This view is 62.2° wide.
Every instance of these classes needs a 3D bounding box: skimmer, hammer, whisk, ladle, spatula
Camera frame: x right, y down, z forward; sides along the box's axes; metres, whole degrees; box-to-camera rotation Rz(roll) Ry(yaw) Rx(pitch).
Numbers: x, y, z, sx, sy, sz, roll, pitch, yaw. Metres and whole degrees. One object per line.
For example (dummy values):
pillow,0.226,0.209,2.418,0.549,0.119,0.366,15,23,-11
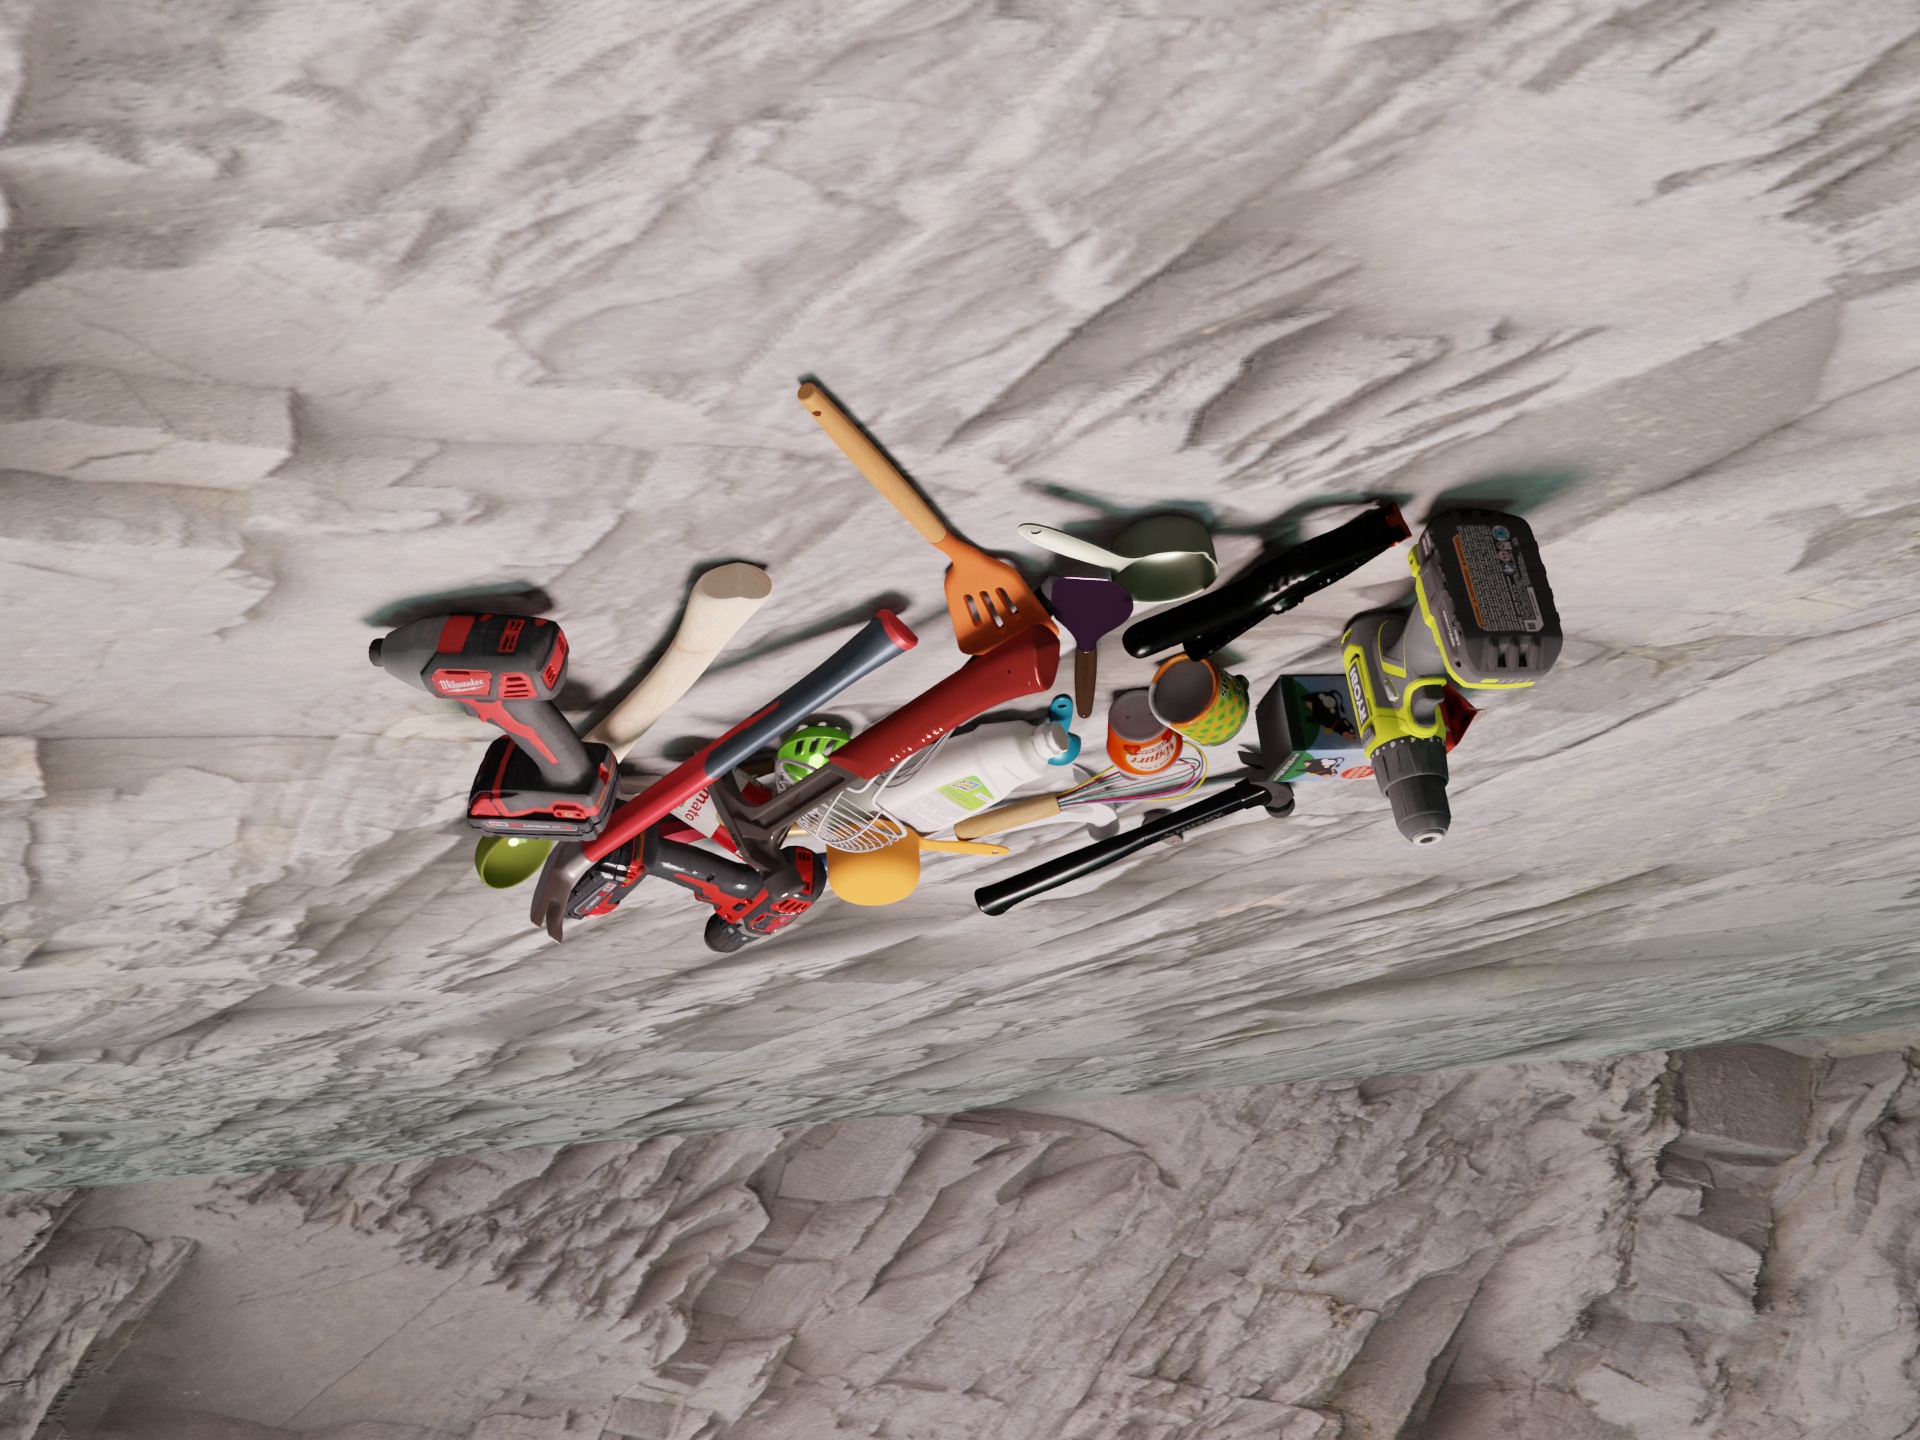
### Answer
skimmer,-0.028,-0.009,1.297,0.127,0.090,0.363,34,125,-15
hammer,-0.045,0.124,1.597,0.405,0.035,0.144,-12,155,6
whisk,-0.002,-0.003,1.350,0.055,0.055,0.239,17,145,-40
hammer,0.169,0.120,1.592,0.335,0.035,0.146,-23,154,10
whisk,0.113,0.074,1.486,0.245,0.051,0.047,-17,122,4
ladle,-0.168,0.109,1.593,0.315,0.031,0.069,-3,166,-9
ladle,-0.316,0.094,1.496,0.320,0.062,0.078,-16,157,17
spatula,-0.025,-0.128,1.066,0.081,0.041,0.322,-10,155,22
hammer,-0.190,0.037,1.248,0.386,0.143,0.038,-34,118,23
hammer,-0.241,-0.016,1.284,0.146,0.038,0.410,8,153,-30
spatula,0.101,-0.052,1.250,0.060,0.018,0.315,4,164,5
hammer,-0.066,0.012,1.246,0.359,0.149,0.036,-32,173,36

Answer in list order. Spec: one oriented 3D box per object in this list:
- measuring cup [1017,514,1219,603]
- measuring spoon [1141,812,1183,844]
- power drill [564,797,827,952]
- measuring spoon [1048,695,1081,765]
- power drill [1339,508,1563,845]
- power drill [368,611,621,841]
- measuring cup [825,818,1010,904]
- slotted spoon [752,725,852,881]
measuring cup,0.106,-0.125,1.105,0.167,0.038,0.083,14,150,-33
measuring spoon,0.220,0.117,1.711,0.034,0.018,0.124,-13,162,16
power drill,-0.261,0.158,1.490,0.226,0.080,0.188,17,145,-29
measuring spoon,0.090,0.013,1.431,0.042,0.021,0.128,-5,156,0
power drill,0.358,-0.031,1.187,0.080,0.191,0.228,-1,152,-8
power drill,-0.350,0.001,1.211,0.143,0.079,0.219,2,144,8
measuring cup,-0.039,0.137,1.476,0.173,0.052,0.095,3,148,-7
slotted spoon,-0.167,0.093,1.488,0.070,0.031,0.313,7,142,-21
